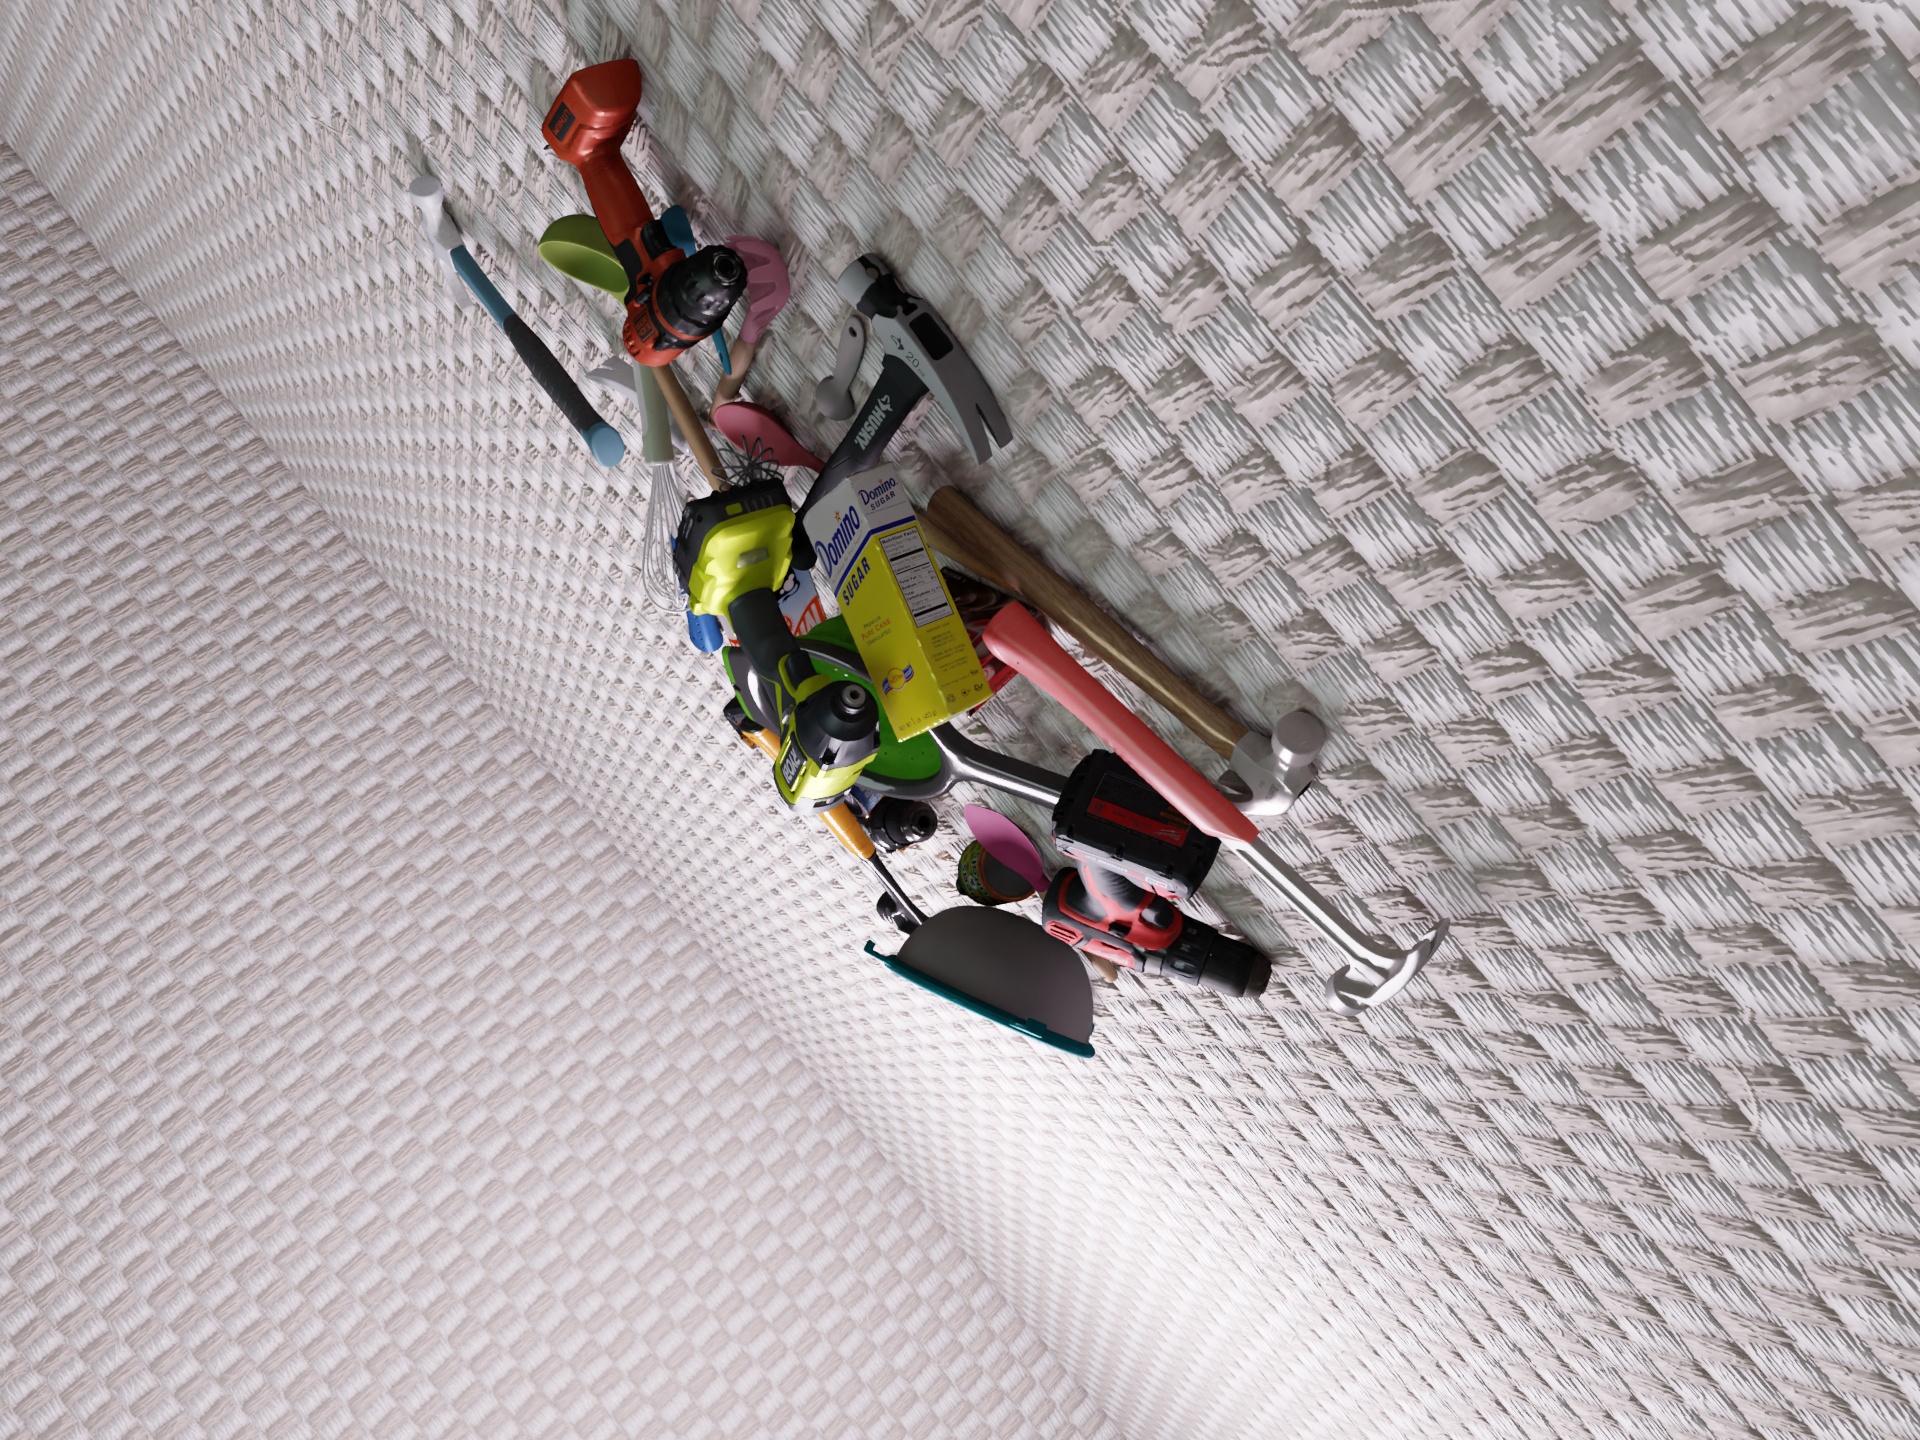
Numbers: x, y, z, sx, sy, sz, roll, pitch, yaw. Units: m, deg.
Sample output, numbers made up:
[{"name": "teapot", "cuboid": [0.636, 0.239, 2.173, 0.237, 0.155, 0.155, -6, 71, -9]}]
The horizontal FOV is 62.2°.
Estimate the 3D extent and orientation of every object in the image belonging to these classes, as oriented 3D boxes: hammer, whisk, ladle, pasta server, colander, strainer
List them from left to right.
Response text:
[{"name": "hammer", "cuboid": [-0.414, -0.363, 1.493, 0.331, 0.033, 0.128, 51, 162, 19]}, {"name": "whisk", "cuboid": [-0.258, -0.214, 1.370, 0.058, 0.059, 0.246, -160, 61, -65]}, {"name": "ladle", "cuboid": [-0.247, -0.267, 1.317, 0.078, 0.062, 0.320, 5, 128, 48]}, {"name": "hammer", "cuboid": [-0.280, -0.195, 1.571, 0.144, 0.035, 0.405, 41, 157, 20]}, {"name": "pasta server", "cuboid": [-0.172, -0.281, 1.211, 0.060, 0.040, 0.316, 70, 161, 5]}, {"name": "whisk", "cuboid": [-0.166, -0.185, 1.292, 0.055, 0.055, 0.239, 49, 176, 1]}, {"name": "hammer", "cuboid": [-0.104, 0.106, 1.509, 0.127, 0.034, 0.336, 19, 152, 46]}, {"name": "hammer", "cuboid": [-0.072, -0.184, 1.137, 0.146, 0.035, 0.334, 49, 152, 0]}, {"name": "ladle", "cuboid": [-0.075, -0.174, 1.219, 0.316, 0.031, 0.069, 34, 163, 29]}, {"name": "colander", "cuboid": [-0.002, -0.004, 1.308, 0.397, 0.094, 0.204, 19, 151, 20]}, {"name": "strainer", "cuboid": [0.070, 0.242, 1.516, 0.211, 0.095, 0.340, 21, 175, 31]}, {"name": "hammer", "cuboid": [0.101, -0.052, 1.077, 0.331, 0.031, 0.130, 41, 157, 20]}, {"name": "hammer", "cuboid": [0.154, 0.045, 1.042, 0.359, 0.037, 0.149, 44, 157, 14]}]

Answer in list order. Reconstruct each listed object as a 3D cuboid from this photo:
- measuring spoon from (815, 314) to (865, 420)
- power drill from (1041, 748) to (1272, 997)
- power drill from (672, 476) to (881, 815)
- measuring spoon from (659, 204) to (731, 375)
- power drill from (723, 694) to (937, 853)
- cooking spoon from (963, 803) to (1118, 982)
[{"name": "measuring spoon", "cuboid": [-0.086, -0.248, 1.126, 0.034, 0.018, 0.124, 47, 158, 6]}, {"name": "power drill", "cuboid": [0.152, 0.131, 1.202, 0.188, 0.080, 0.226, 20, 151, 15]}, {"name": "power drill", "cuboid": [-0.129, -0.057, 1.165, 0.223, 0.080, 0.171, 63, 156, 14]}, {"name": "measuring spoon", "cuboid": [-0.198, -0.315, 1.172, 0.042, 0.021, 0.128, -3, 106, 69]}, {"name": "power drill", "cuboid": [-0.125, 0.047, 1.623, 0.226, 0.084, 0.185, 50, 159, -15]}, {"name": "cooking spoon", "cuboid": [0.081, 0.157, 1.404, 0.069, 0.017, 0.318, 15, 154, 36]}]
